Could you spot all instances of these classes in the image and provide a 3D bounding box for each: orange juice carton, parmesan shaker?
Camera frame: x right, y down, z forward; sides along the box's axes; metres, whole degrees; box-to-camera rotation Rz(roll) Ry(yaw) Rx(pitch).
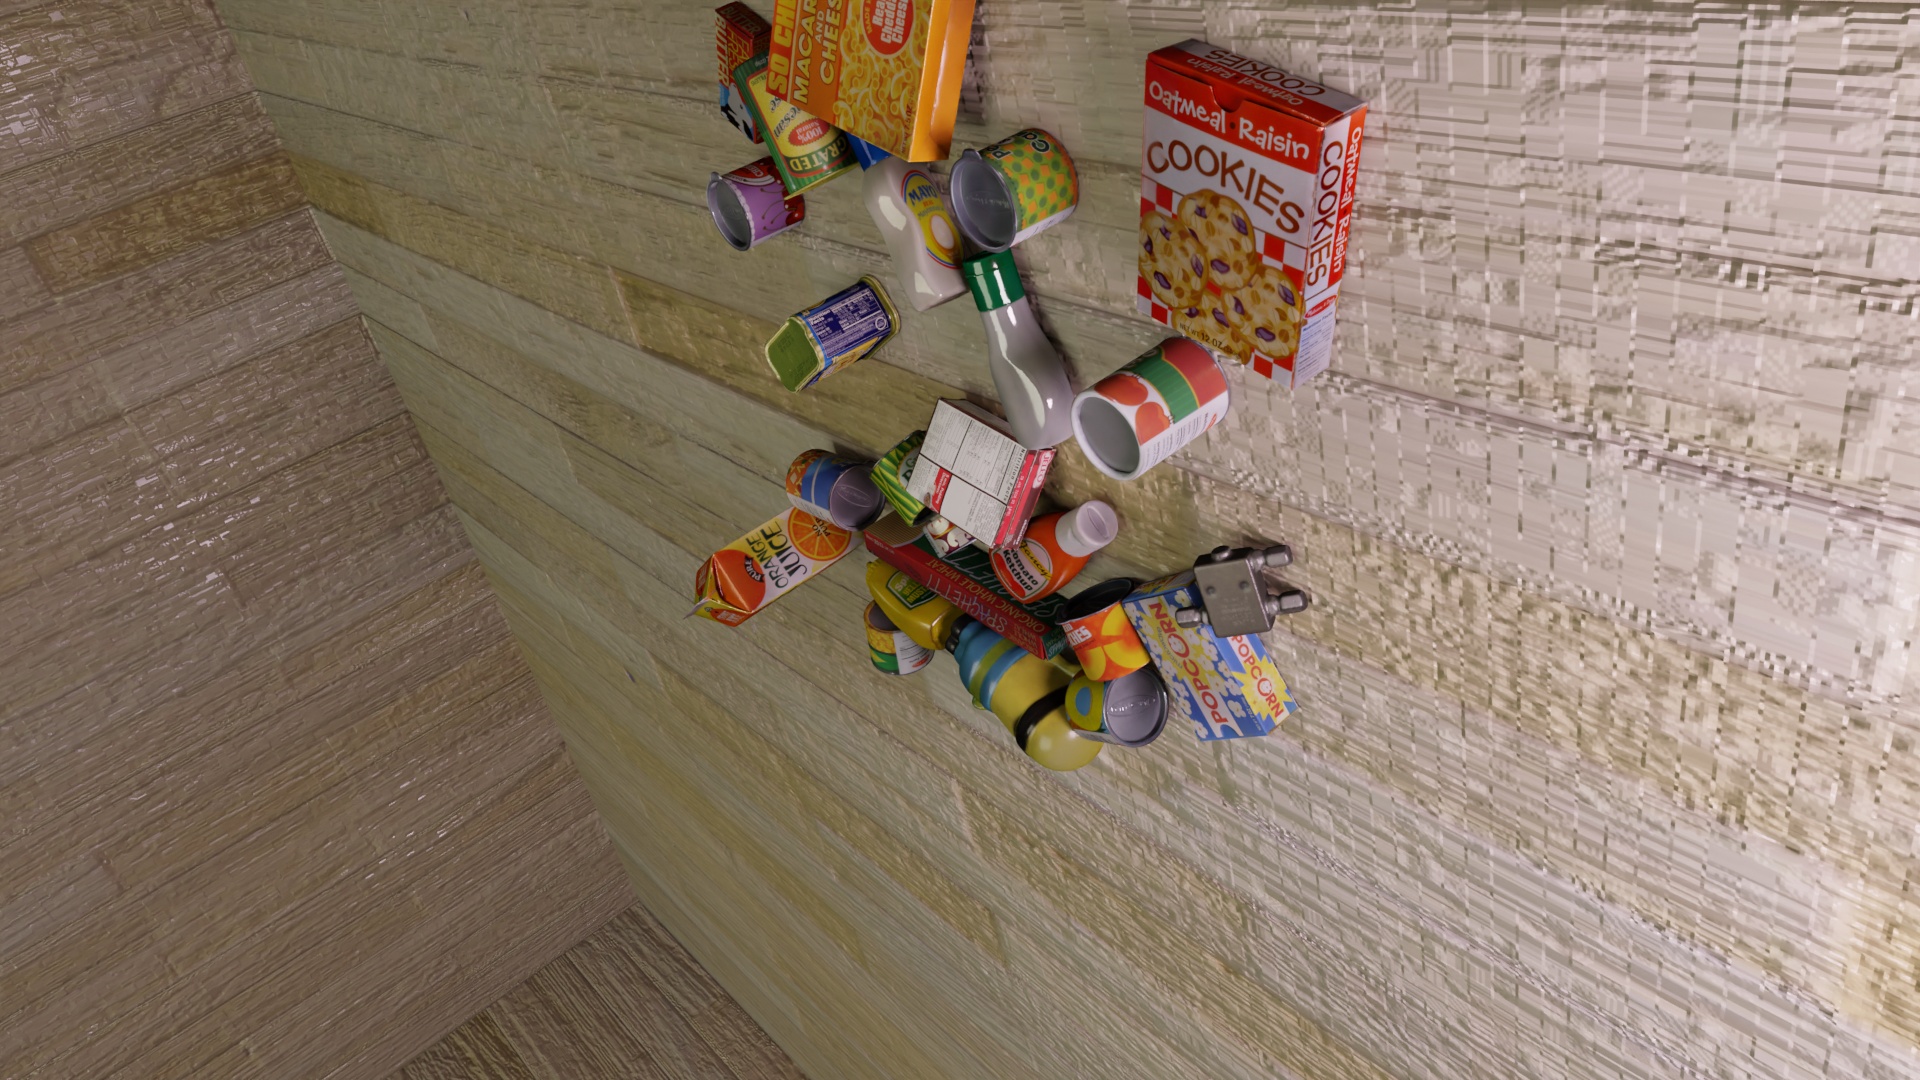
[{"bbox_3d":[-0.199,0.025,1.422,0.073,0.193,0.071,57,151,0],"label":"orange juice carton"},{"bbox_3d":[-0.127,-0.326,1.073,0.071,0.071,0.103,-4,115,59],"label":"parmesan shaker"}]

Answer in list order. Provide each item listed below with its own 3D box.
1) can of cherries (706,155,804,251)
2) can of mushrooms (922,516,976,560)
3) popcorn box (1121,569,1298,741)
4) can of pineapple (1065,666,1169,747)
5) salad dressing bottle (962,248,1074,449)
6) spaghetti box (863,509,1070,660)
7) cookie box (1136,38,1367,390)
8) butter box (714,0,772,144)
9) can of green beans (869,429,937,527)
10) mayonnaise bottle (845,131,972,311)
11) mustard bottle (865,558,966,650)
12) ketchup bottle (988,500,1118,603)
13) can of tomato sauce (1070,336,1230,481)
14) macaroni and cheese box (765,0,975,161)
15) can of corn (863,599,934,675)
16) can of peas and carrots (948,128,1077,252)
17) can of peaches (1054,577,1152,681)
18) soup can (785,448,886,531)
[{"bbox_3d":[-0.178,-0.295,1.203,0.071,0.058,0.071,40,148,32],"label":"can of cherries"},{"bbox_3d":[0.004,-0.015,1.192,0.033,0.071,0.071,59,152,-1],"label":"can of mushrooms"},{"bbox_3d":[0.183,0.084,1.031,0.126,0.038,0.085,60,151,-4],"label":"popcorn box"},{"bbox_3d":[0.128,0.133,1.143,0.058,0.071,0.071,-5,115,60],"label":"can of pineapple"},{"bbox_3d":[0.043,-0.141,1.021,0.064,0.044,0.147,11,126,57],"label":"salad dressing bottle"},{"bbox_3d":[0.008,0.034,1.252,0.250,0.050,0.028,30,143,41],"label":"spaghetti box"},{"bbox_3d":[0.159,-0.184,0.790,0.123,0.040,0.166,36,146,35],"label":"cookie box"},{"bbox_3d":[-0.177,-0.384,1.144,0.053,0.024,0.103,44,150,25],"label":"butter box"},{"bbox_3d":[-0.036,-0.053,1.214,0.058,0.071,0.071,51,152,11],"label":"can of green beans"},{"bbox_3d":[-0.039,-0.246,1.027,0.041,0.065,0.148,-21,96,43],"label":"mayonnaise bottle"},{"bbox_3d":[-0.052,0.051,1.353,0.160,0.065,0.048,31,147,47],"label":"mustard bottle"},{"bbox_3d":[0.076,0.005,1.117,0.064,0.044,0.148,57,152,1],"label":"ketchup bottle"},{"bbox_3d":[0.122,-0.087,0.904,0.071,0.083,0.070,38,147,31],"label":"can of tomato sauce"},{"bbox_3d":[-0.065,-0.344,0.952,0.167,0.040,0.123,36,126,37],"label":"macaroni and cheese box"},{"bbox_3d":[-0.064,0.093,1.410,0.071,0.071,0.058,32,142,39],"label":"can of corn"},{"bbox_3d":[0.034,-0.235,0.920,0.071,0.059,0.070,38,146,32],"label":"can of peas and carrots"},{"bbox_3d":[0.116,0.071,1.092,0.071,0.071,0.058,-3,117,59],"label":"can of peaches"},{"bbox_3d":[-0.121,-0.053,1.357,0.084,0.071,0.071,22,136,49],"label":"soup can"}]
